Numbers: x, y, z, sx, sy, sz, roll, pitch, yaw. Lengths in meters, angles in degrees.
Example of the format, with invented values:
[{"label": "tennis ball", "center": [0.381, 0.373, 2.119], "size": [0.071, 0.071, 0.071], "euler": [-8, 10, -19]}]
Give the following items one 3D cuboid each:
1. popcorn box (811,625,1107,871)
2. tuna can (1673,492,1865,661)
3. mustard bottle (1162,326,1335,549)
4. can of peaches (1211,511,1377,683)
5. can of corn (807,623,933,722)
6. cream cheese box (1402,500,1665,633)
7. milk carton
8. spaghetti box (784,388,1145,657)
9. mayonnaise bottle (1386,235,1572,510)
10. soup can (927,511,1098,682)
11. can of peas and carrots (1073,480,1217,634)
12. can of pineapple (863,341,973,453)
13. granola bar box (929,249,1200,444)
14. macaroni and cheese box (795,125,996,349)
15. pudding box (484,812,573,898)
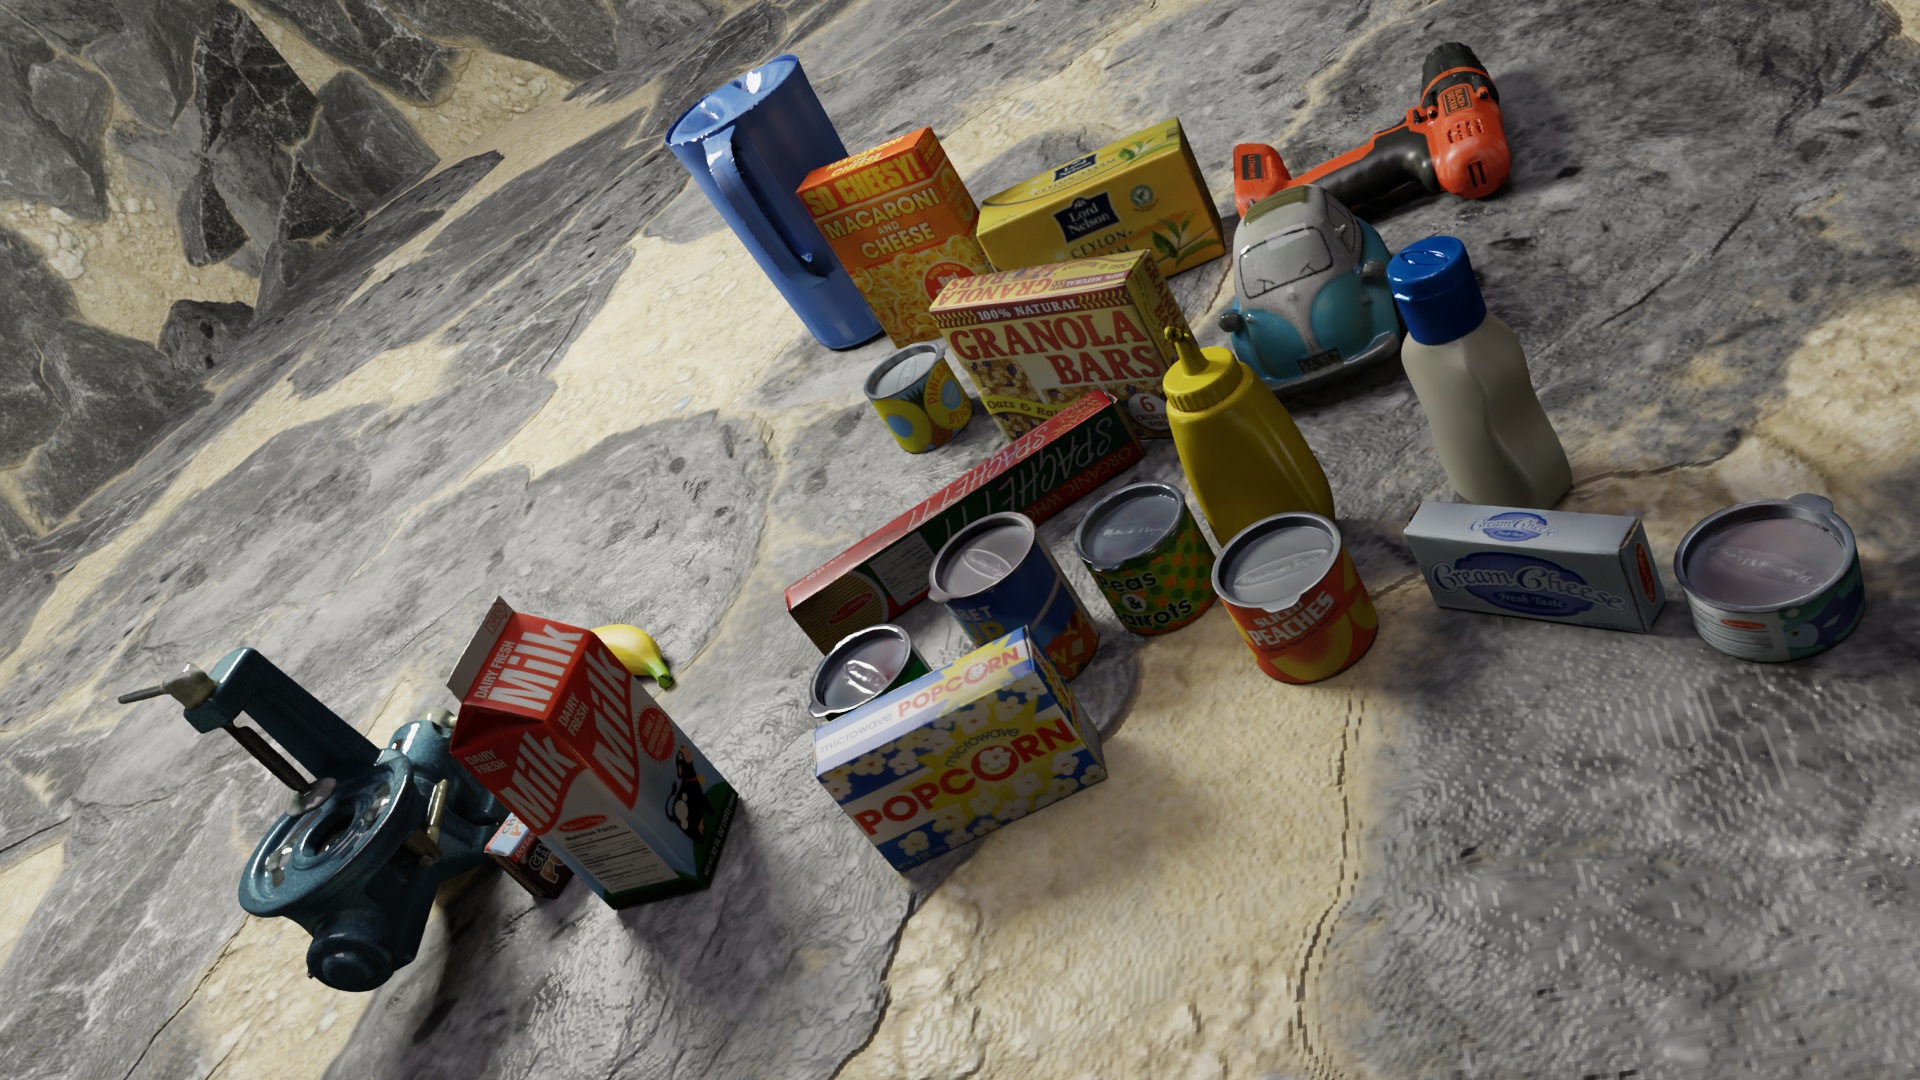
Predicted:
[{"label": "popcorn box", "center": [-0.001, 0.108, 0.708], "size": [0.126, 0.085, 0.038], "euler": [-27, 32, 11]}, {"label": "tuna can", "center": [0.338, 0.015, 0.579], "size": [0.071, 0.032, 0.071], "euler": [-23, 33, 16]}, {"label": "mustard bottle", "center": [0.144, -0.052, 0.724], "size": [0.065, 0.159, 0.049], "euler": [-16, 35, 27]}, {"label": "can of peaches", "center": [0.166, 0.030, 0.690], "size": [0.071, 0.058, 0.071], "euler": [-23, 33, 16]}, {"label": "can of corn", "center": [-0.045, 0.093, 0.795], "size": [0.071, 0.058, 0.071], "euler": [-23, 33, 16]}, {"label": "cream cheese box", "center": [0.260, 0.011, 0.635], "size": [0.104, 0.053, 0.024], "euler": [8, 50, 47]}, {"label": "milk carton", "center": [-0.214, 0.120, 0.785], "size": [0.073, 0.190, 0.073], "euler": [-19, 34, 24]}, {"label": "spaghetti box", "center": [0.003, -0.011, 0.902], "size": [0.250, 0.050, 0.029], "euler": [-33, 31, 1]}, {"label": "mayonnaise bottle", "center": [0.249, -0.078, 0.677], "size": [0.041, 0.147, 0.065], "euler": [-41, 32, -11]}, {"label": "soup can", "center": [0.029, 0.038, 0.779], "size": [0.071, 0.083, 0.072], "euler": [-24, 33, 16]}, {"label": "can of peas and carrots", "center": [0.104, 0.012, 0.771], "size": [0.071, 0.058, 0.071], "euler": [-23, 33, 16]}, {"label": "can of pineapple", "center": [-0.030, -0.109, 1.058], "size": [0.071, 0.057, 0.071], "euler": [-23, 33, 16]}, {"label": "granola bar box", "center": [0.074, -0.122, 0.918], "size": [0.165, 0.123, 0.039], "euler": [1, 45, 43]}, {"label": "macaroni and cheese box", "center": [-0.040, -0.247, 1.152], "size": [0.123, 0.166, 0.040], "euler": [-11, 38, 32]}, {"label": "pudding box", "center": [-0.255, 0.177, 0.879], "size": [0.030, 0.049, 0.084], "euler": [-4, 42, 39]}]
